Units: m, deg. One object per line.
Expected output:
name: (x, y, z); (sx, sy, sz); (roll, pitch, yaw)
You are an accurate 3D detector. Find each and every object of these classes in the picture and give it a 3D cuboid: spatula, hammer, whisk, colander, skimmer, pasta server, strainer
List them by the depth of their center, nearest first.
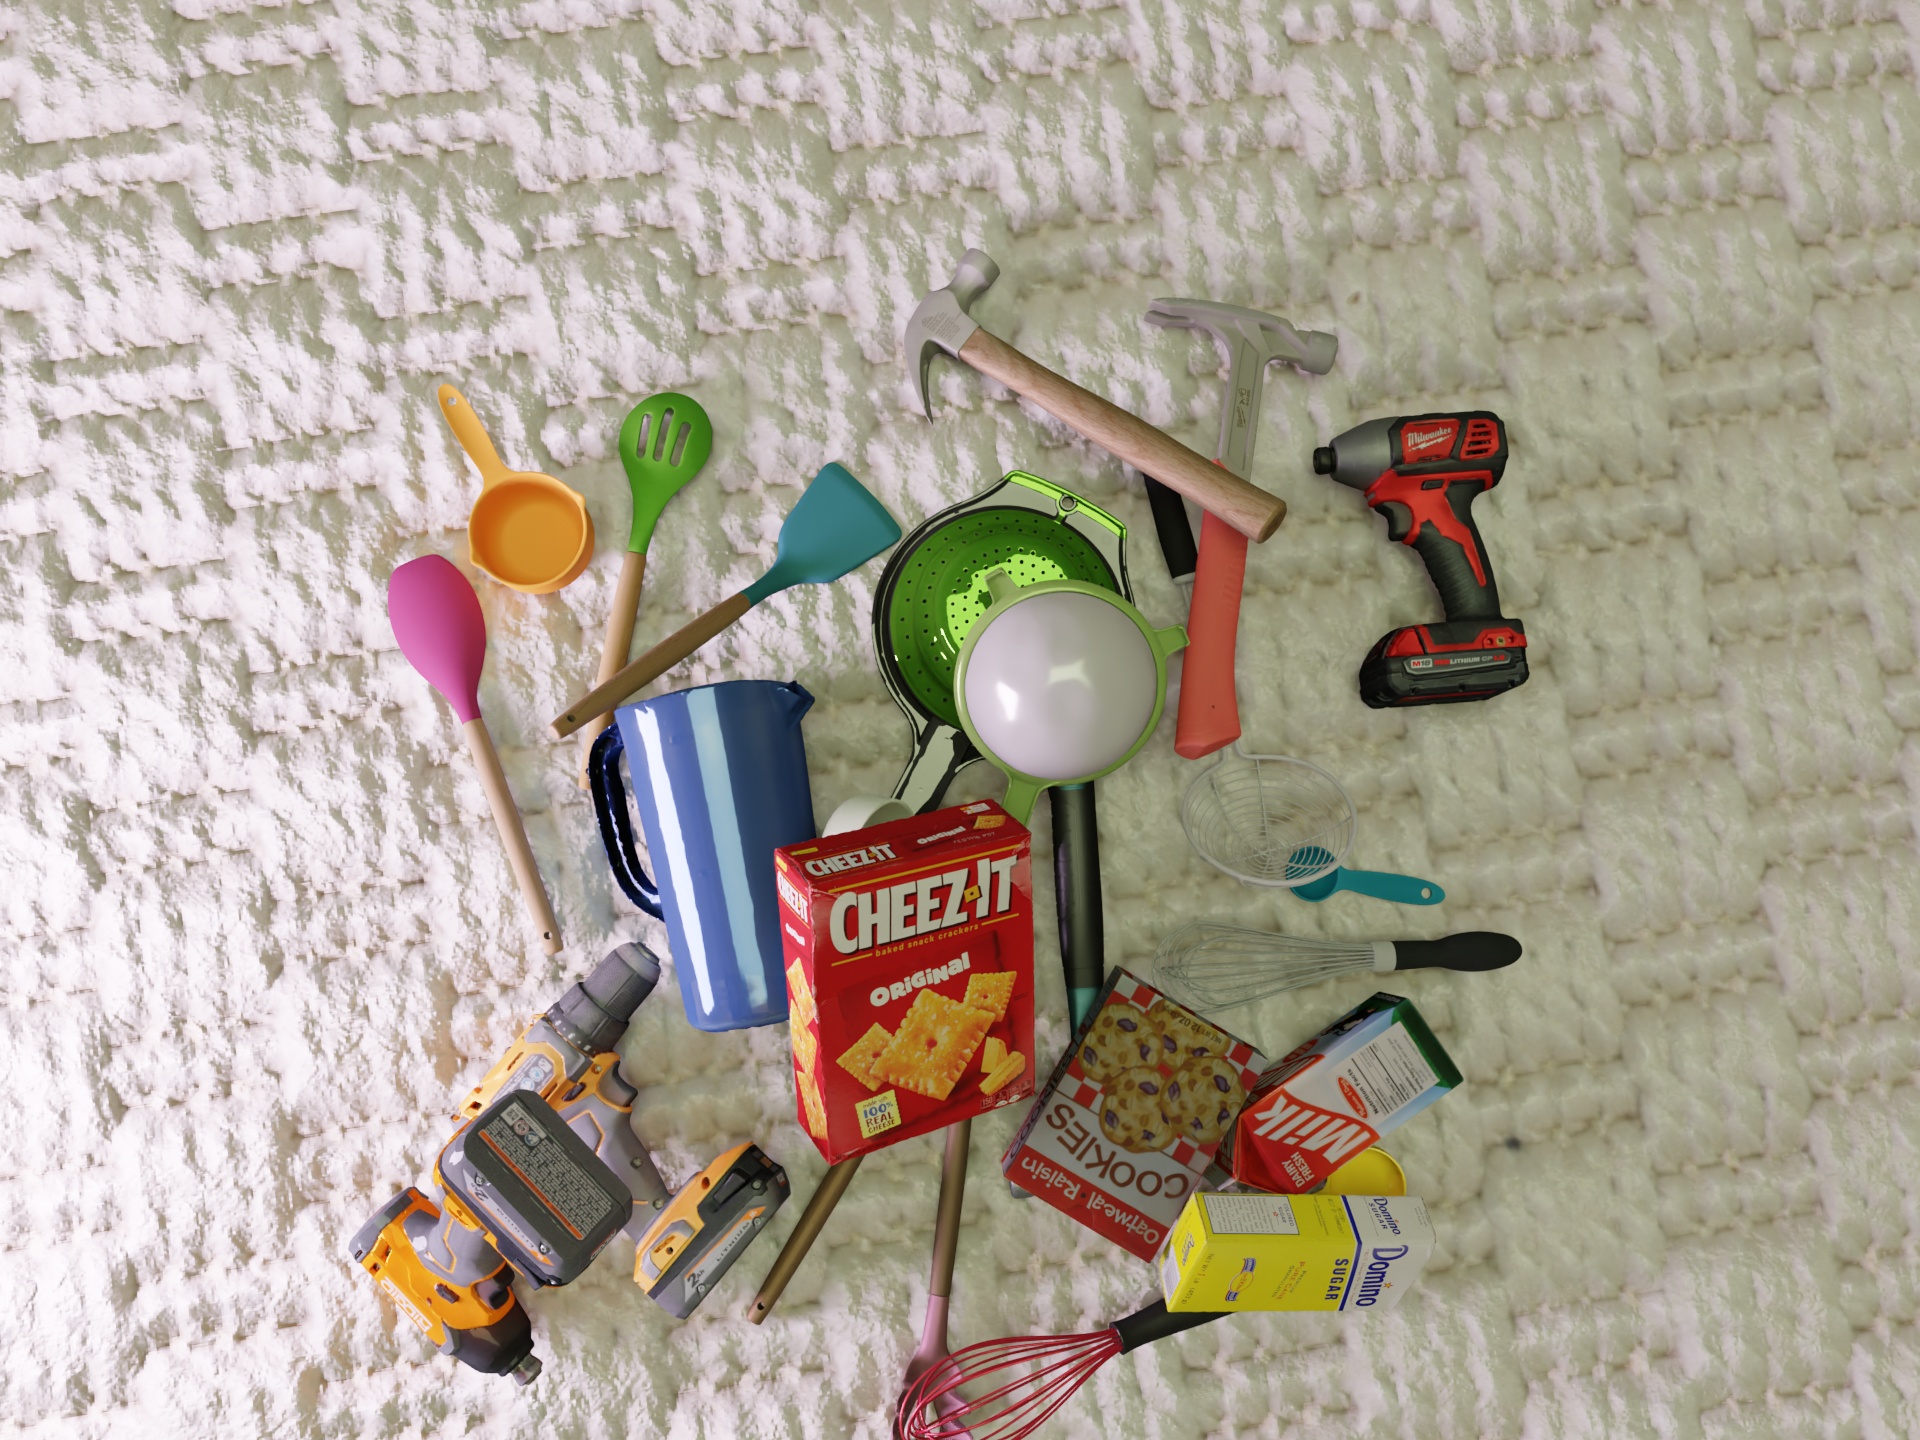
strainer: (0.055, 0.030, 1.106); (0.151, 0.069, 0.256); (17, 103, -6)
whisk: (0.094, 0.447, 1.129); (0.296, 0.073, 0.073); (-17, 85, -18)
spatula: (-0.174, -0.081, 1.154); (0.082, 0.044, 0.317); (46, 54, 3)
pasta server: (-0.010, 0.392, 1.158); (0.060, 0.040, 0.316); (9, 83, -15)
colander: (-0.002, -0.004, 1.168); (0.204, 0.094, 0.397); (27, 84, 1)
hammer: (0.089, 0.182, 1.171); (0.128, 0.033, 0.331); (-4, 90, -3)
hammer: (0.187, -0.146, 1.175); (0.149, 0.036, 0.359); (11, 71, -2)
spatula: (-0.071, 0.302, 1.175); (0.060, 0.018, 0.316); (29, 84, 11)
hammer: (0.094, -0.225, 1.177); (0.331, 0.031, 0.130); (36, 85, 21)
whisk: (0.281, 0.176, 1.180); (0.284, 0.070, 0.070); (-2, 85, -7)
skimmer: (0.193, -0.054, 1.180); (0.127, 0.090, 0.363); (-14, 84, -9)

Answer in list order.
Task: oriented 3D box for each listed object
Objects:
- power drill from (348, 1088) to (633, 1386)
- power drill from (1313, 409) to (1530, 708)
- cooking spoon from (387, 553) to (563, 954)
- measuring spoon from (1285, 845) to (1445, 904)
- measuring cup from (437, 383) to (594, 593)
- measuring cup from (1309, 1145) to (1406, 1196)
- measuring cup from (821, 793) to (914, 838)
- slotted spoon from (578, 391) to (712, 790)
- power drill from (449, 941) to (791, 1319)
power drill: (-0.314, 0.363, 1.084); (0.164, 0.084, 0.226); (46, 128, 2)
power drill: (0.347, -0.124, 1.201); (0.143, 0.078, 0.220); (-4, 82, -2)
cooking spoon: (-0.358, 0.025, 1.194); (0.069, 0.017, 0.319); (-21, 85, -3)
measuring spoon: (0.305, 0.123, 1.207); (0.128, 0.021, 0.042); (10, 83, -10)
measuring cup: (-0.341, -0.174, 1.199); (0.095, 0.052, 0.174); (-31, 84, -4)
measuring cup: (0.253, 0.359, 1.180); (0.156, 0.029, 0.062); (-23, 85, 8)
measuring cup: (-0.079, 0.132, 1.120); (0.038, 0.083, 0.167); (16, 91, 33)
slotted spoon: (-0.249, -0.101, 1.206); (0.070, 0.031, 0.314); (12, 86, -3)
power drill: (-0.226, 0.288, 1.144); (0.226, 0.084, 0.185); (39, 85, 7)
